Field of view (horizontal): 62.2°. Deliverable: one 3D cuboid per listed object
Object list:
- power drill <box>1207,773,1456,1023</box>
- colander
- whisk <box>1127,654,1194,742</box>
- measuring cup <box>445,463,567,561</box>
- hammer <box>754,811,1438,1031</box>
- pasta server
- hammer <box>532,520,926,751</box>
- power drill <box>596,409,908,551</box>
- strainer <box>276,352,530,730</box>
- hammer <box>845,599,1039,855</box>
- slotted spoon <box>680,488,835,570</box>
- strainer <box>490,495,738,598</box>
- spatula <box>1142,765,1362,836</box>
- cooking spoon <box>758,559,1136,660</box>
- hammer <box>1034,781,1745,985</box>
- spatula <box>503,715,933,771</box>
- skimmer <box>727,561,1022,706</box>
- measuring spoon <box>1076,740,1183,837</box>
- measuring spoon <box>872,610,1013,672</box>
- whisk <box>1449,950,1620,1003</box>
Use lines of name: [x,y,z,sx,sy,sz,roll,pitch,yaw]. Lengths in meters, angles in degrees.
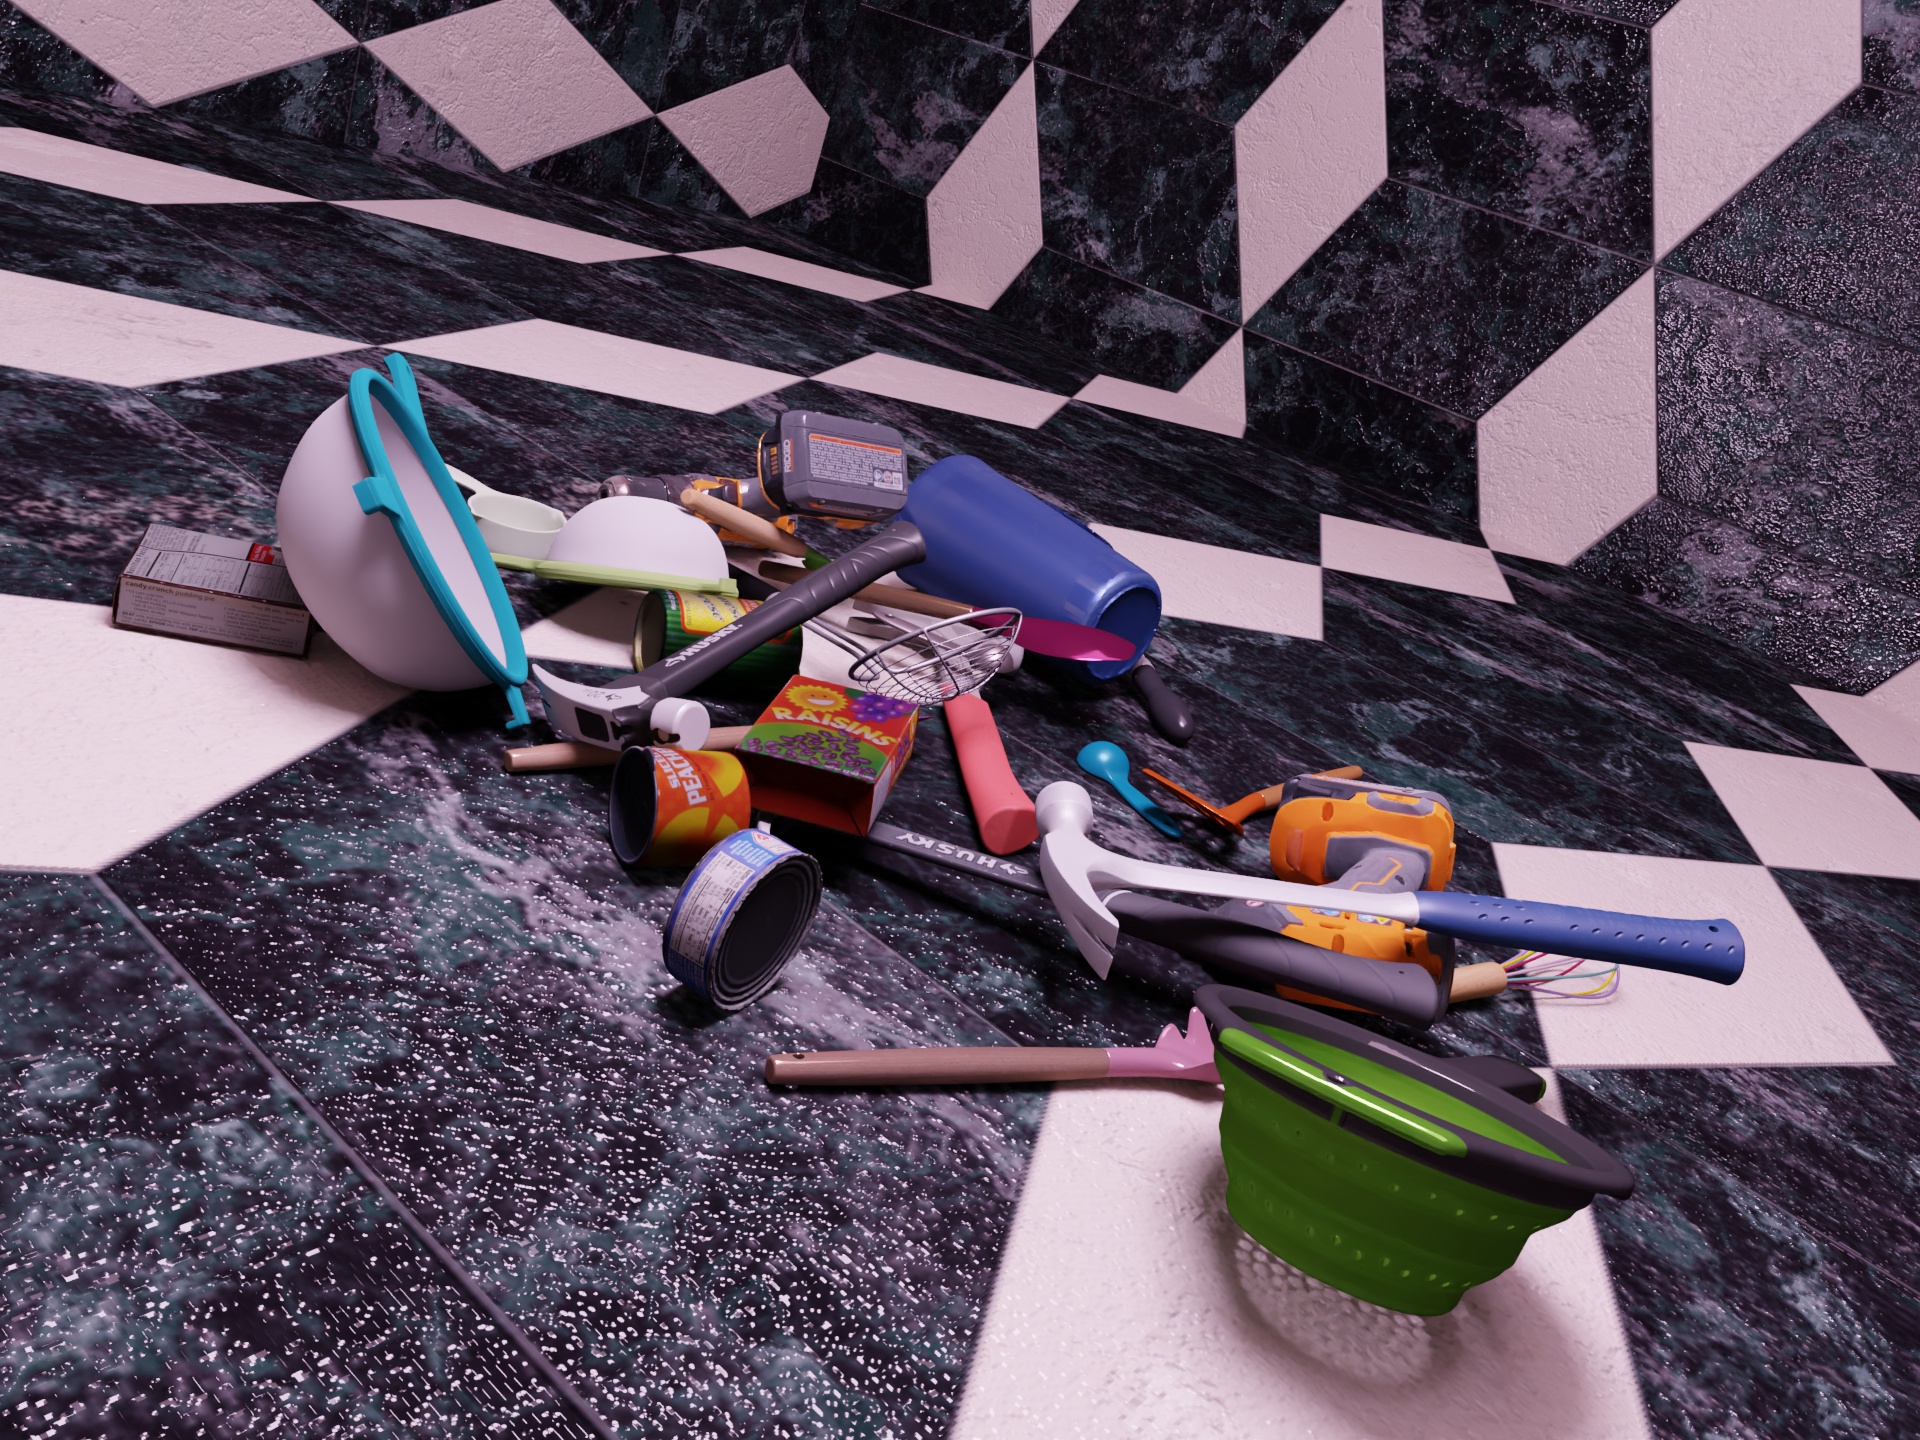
power drill: [0.238,0.111,1.034,0.164,0.084,0.226,8,22,16]
colander: [0.228,0.217,0.793,0.205,0.094,0.396,22,2,32]
whisk: [0.150,-0.060,1.428,0.070,0.070,0.285,10,29,-22]
measuring cup: [-0.381,-0.165,1.258,0.168,0.038,0.083,30,24,31]
hammer: [0.071,0.104,0.923,0.409,0.036,0.149,16,22,12]
pasta server: [0.051,0.168,0.810,0.316,0.040,0.060,5,12,-28]
hammer: [-0.132,-0.066,1.057,0.146,0.035,0.335,8,29,33]
power drill: [-0.177,-0.194,1.329,0.185,0.084,0.226,2,-7,-42]
strainer: [-0.375,-0.138,1.015,0.095,0.210,0.341,-25,44,-5]
hammer: [-0.002,-0.004,1.183,0.149,0.036,0.359,14,22,-13]
slotted spoon: [-0.145,-0.145,1.296,0.070,0.031,0.313,12,-2,21]
strainer: [-0.288,-0.137,1.170,0.256,0.069,0.151,8,2,-13]
spatula: [0.248,0.053,1.248,0.081,0.041,0.322,31,24,31]
cooking spoon: [-0.015,-0.091,1.285,0.319,0.017,0.069,13,26,12]
hammer: [0.245,0.109,0.895,0.405,0.035,0.144,8,29,-6]
spatula: [-0.149,0.012,1.034,0.315,0.018,0.060,-6,-3,-43]
skimmer: [-0.102,-0.097,1.201,0.127,0.090,0.364,-14,30,-38]
measuring spoon: [0.131,0.047,1.187,0.042,0.021,0.129,5,24,-32]
measuring spoon: [-0.013,-0.068,1.258,0.124,0.018,0.034,23,21,14]
whisk: [0.373,0.167,1.074,0.245,0.047,0.051,-2,30,-36]
